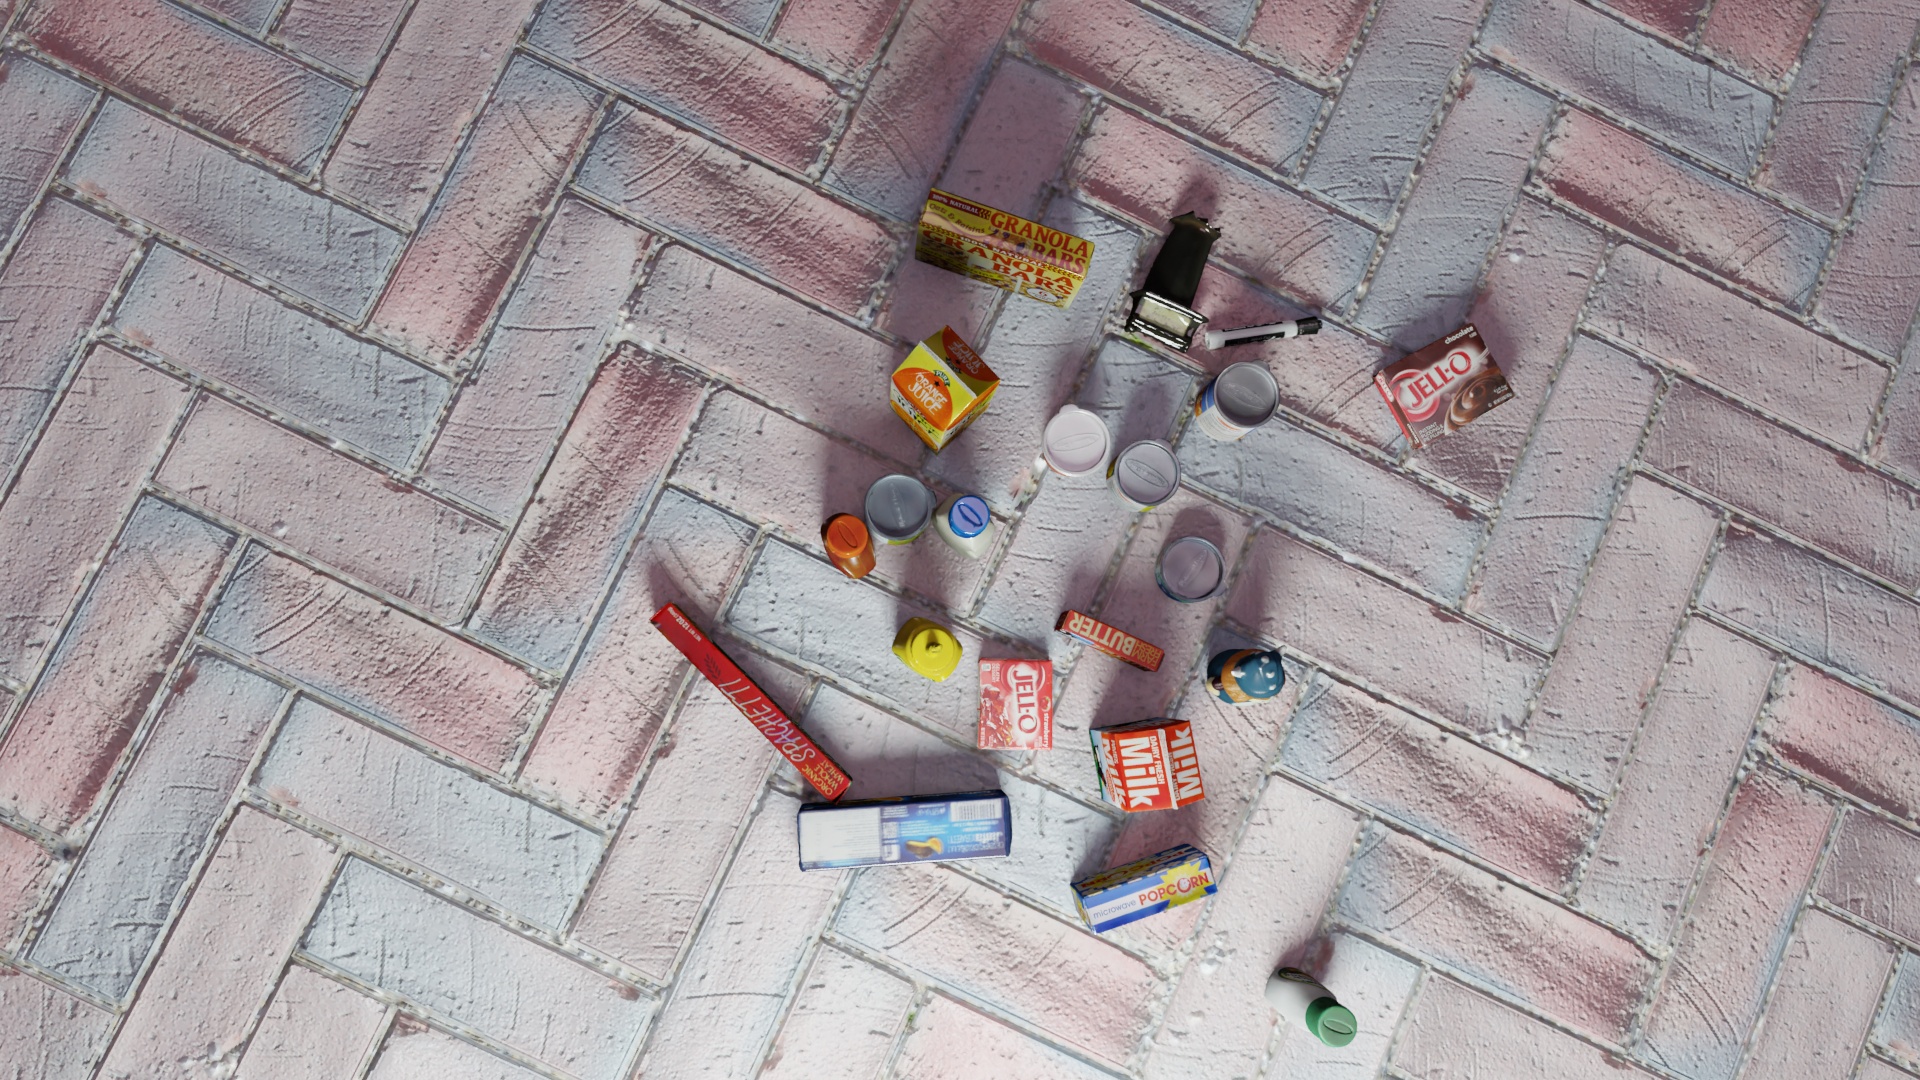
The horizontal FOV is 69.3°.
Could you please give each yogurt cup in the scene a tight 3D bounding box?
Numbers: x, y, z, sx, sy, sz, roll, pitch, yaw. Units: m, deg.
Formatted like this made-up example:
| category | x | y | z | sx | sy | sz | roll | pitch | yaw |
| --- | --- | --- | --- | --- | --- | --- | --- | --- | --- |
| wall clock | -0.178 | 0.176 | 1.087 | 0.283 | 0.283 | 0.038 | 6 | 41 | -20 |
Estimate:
| category | x | y | z | sx | sy | sz | roll | pitch | yaw |
| --- | --- | --- | --- | --- | --- | --- | --- | --- | --- |
| yogurt cup | 0.112 | -0.094 | 1.380 | 0.072 | 0.054 | 0.072 | 0 | 84 | -4 |

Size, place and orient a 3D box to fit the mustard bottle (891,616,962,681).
| category | x | y | z | sx | sy | sz | roll | pitch | yaw |
| --- | --- | --- | --- | --- | --- | --- | --- | --- | --- |
| mustard bottle | -0.030 | 0.102 | 1.297 | 0.065 | 0.160 | 0.049 | 34 | 84 | 0 |

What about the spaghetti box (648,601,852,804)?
| category | x | y | z | sx | sy | sz | roll | pitch | yaw |
| --- | --- | --- | --- | --- | --- | --- | --- | --- | --- |
| spaghetti box | -0.199 | 0.156 | 1.335 | 0.250 | 0.050 | 0.029 | 44 | 84 | 1 |

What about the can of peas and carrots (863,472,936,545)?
| category | x | y | z | sx | sy | sz | roll | pitch | yaw |
| --- | --- | --- | --- | --- | --- | --- | --- | --- | --- |
| can of peas and carrots | -0.059 | -0.031 | 1.359 | 0.071 | 0.058 | 0.071 | 0 | 84 | -4 |

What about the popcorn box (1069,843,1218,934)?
| category | x | y | z | sx | sy | sz | roll | pitch | yaw |
| --- | --- | --- | --- | --- | --- | --- | --- | --- | --- |
| popcorn box | 0.173 | 0.331 | 1.325 | 0.127 | 0.085 | 0.038 | -17 | 86 | -5 |

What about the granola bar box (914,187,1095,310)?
| category | x | y | z | sx | sy | sz | roll | pitch | yaw |
| --- | --- | --- | --- | --- | --- | --- | --- | --- | --- |
| granola bar box | 0.041 | -0.284 | 1.359 | 0.166 | 0.124 | 0.039 | 18 | 84 | -2 |

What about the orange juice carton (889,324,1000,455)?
| category | x | y | z | sx | sy | sz | roll | pitch | yaw |
| --- | --- | --- | --- | --- | --- | --- | --- | --- | --- |
| orange juice carton | -0.016 | -0.142 | 1.306 | 0.073 | 0.192 | 0.072 | -43 | 89 | -6 |

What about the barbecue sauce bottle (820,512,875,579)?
| category | x | y | z | sx | sy | sz | roll | pitch | yaw |
| --- | --- | --- | --- | --- | --- | --- | --- | --- | --- |
| barbecue sauce bottle | -0.106 | 0.002 | 1.308 | 0.044 | 0.148 | 0.065 | -34 | 88 | -6 |

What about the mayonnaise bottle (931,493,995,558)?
| category | x | y | z | sx | sy | sz | roll | pitch | yaw |
| --- | --- | --- | --- | --- | --- | --- | --- | --- | --- |
| mayonnaise bottle | 0.005 | -0.017 | 1.317 | 0.065 | 0.148 | 0.041 | 43 | 84 | 1 |

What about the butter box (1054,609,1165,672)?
| category | x | y | z | sx | sy | sz | roll | pitch | yaw |
| --- | --- | --- | --- | --- | --- | --- | --- | --- | --- |
| butter box | 0.146 | 0.098 | 1.363 | 0.103 | 0.053 | 0.024 | 24 | 84 | -1 |

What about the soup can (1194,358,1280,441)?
| category | x | y | z | sx | sy | sz | roll | pitch | yaw |
| --- | --- | --- | --- | --- | --- | --- | --- | --- | --- |
| soup can | 0.275 | -0.139 | 1.381 | 0.071 | 0.083 | 0.071 | 0 | 84 | -4 |

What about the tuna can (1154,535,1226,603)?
| category | x | y | z | sx | sy | sz | roll | pitch | yaw |
| --- | --- | --- | --- | --- | --- | --- | --- | --- | --- |
| tuna can | 0.231 | 0.031 | 1.386 | 0.071 | 0.033 | 0.071 | 0 | 84 | -4 |

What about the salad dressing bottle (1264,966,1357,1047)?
| category | x | y | z | sx | sy | sz | roll | pitch | yaw |
| --- | --- | --- | --- | --- | --- | --- | --- | --- | --- |
| salad dressing bottle | 0.327 | 0.435 | 1.293 | 0.064 | 0.147 | 0.044 | 20 | 84 | -2 |

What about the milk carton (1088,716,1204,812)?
| category | x | y | z | sx | sy | sz | roll | pitch | yaw |
| --- | --- | --- | --- | --- | --- | --- | --- | --- | --- |
| milk carton | 0.173 | 0.206 | 1.285 | 0.073 | 0.190 | 0.072 | -10 | 85 | -5 |

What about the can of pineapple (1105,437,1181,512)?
| category | x | y | z | sx | sy | sz | roll | pitch | yaw |
| --- | --- | --- | --- | --- | --- | --- | --- | --- | --- |
| can of pineapple | 0.182 | -0.064 | 1.380 | 0.071 | 0.058 | 0.071 | 0 | 84 | -4 |
